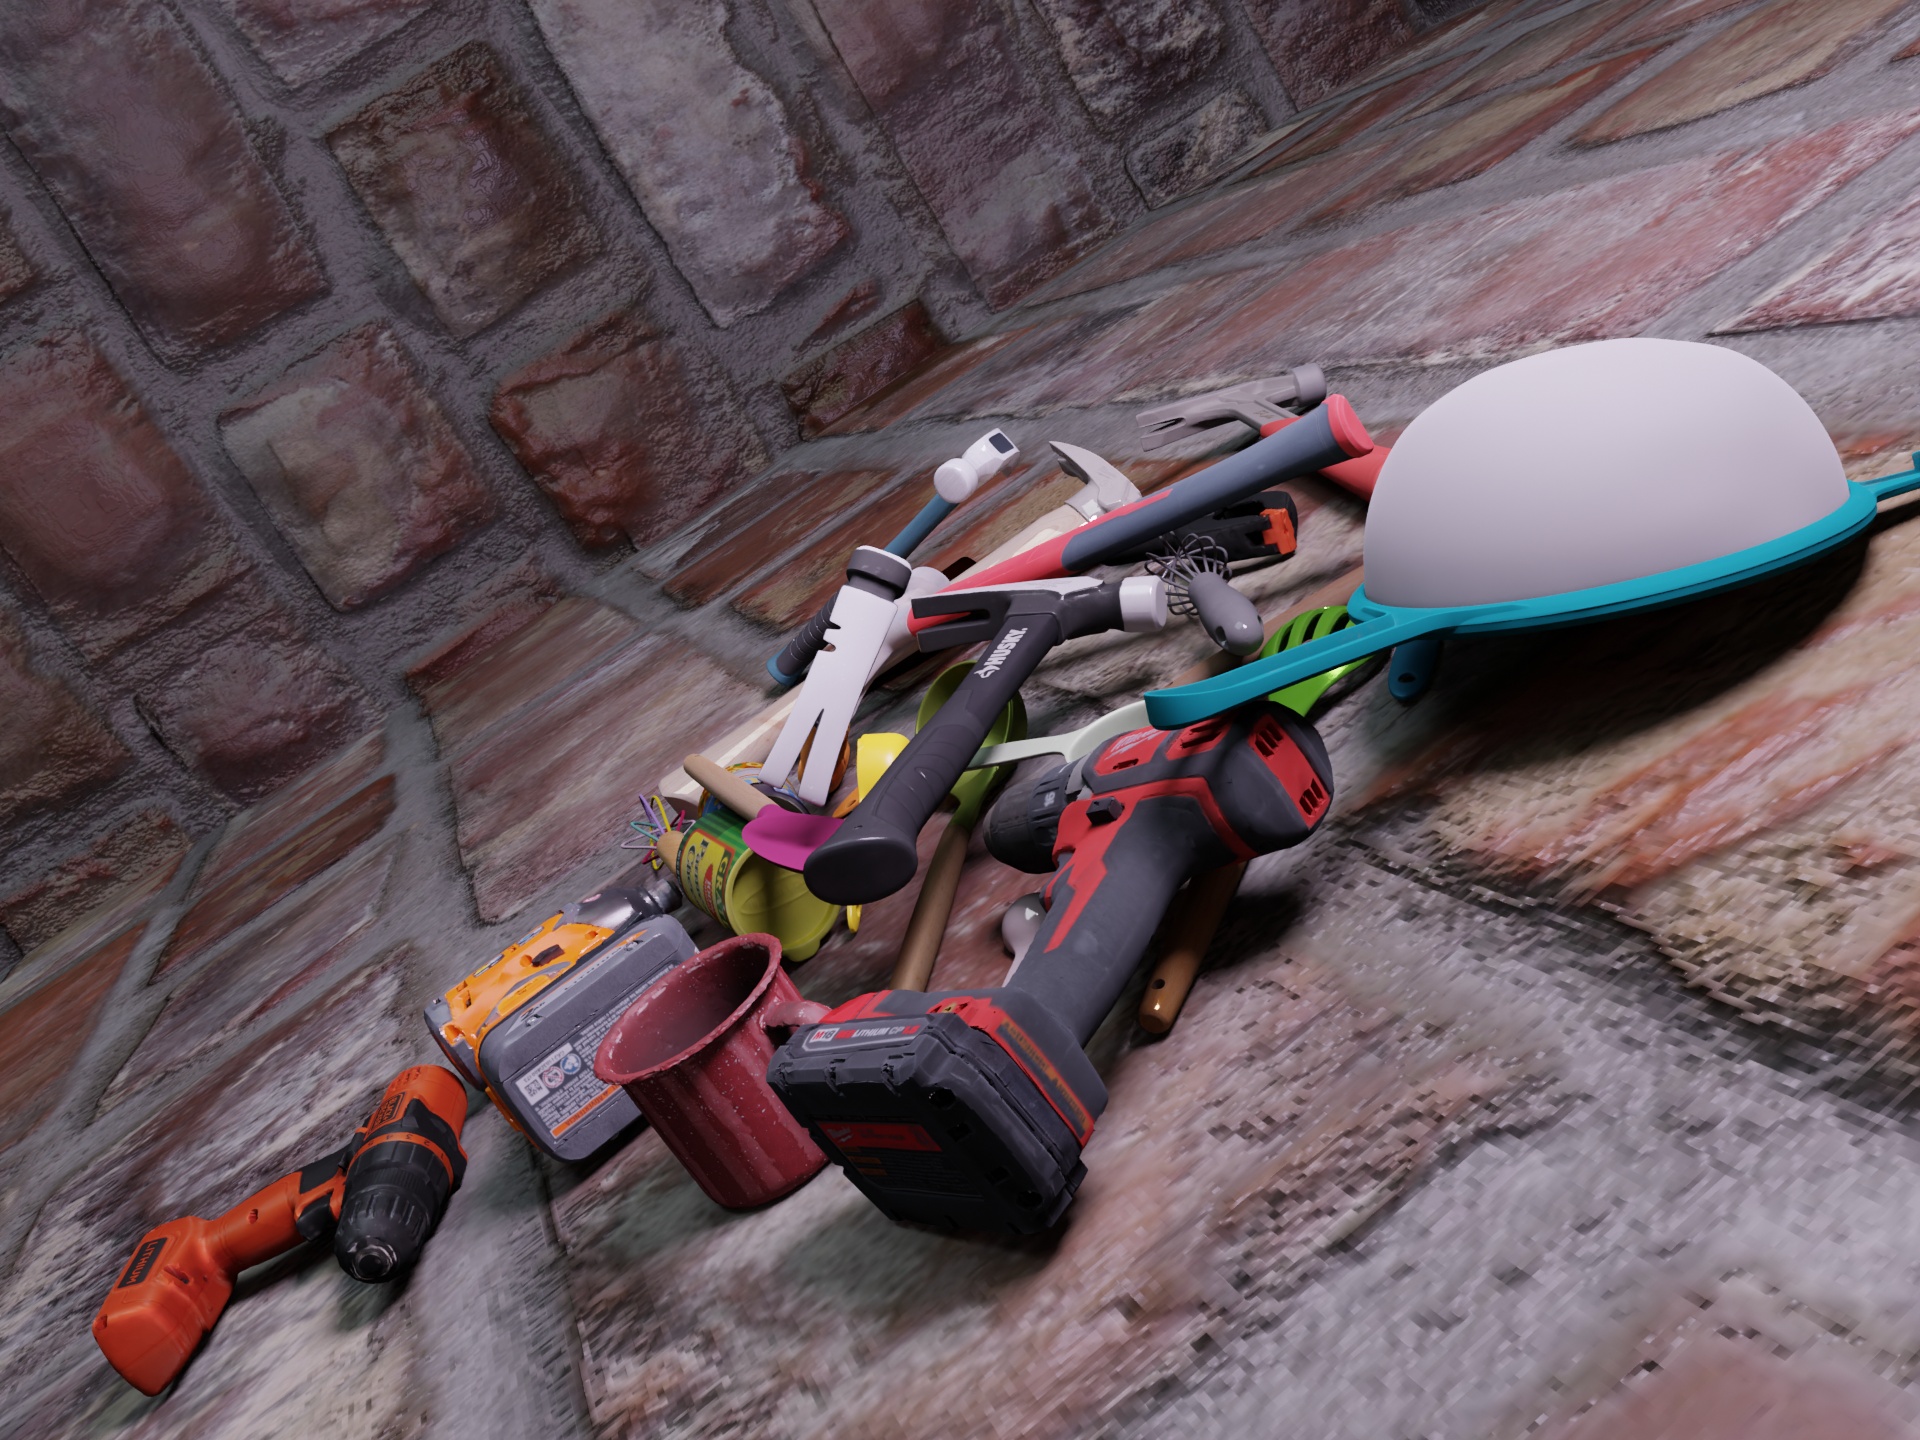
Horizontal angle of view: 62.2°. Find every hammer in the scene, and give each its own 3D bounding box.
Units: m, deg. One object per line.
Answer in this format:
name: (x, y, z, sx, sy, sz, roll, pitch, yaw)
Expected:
hammer: (-0.077, 0.008, 0.915, 0.337, 0.034, 0.127, 121, 171, -77)
hammer: (0.229, -0.192, 1.097, 0.149, 0.036, 0.359, -17, 20, 0)
hammer: (-0.048, -0.064, 1.178, 0.410, 0.038, 0.146, -35, 40, -4)
hammer: (-0.064, -0.123, 1.280, 0.331, 0.033, 0.128, -41, 3, 41)
hammer: (-0.001, -0.003, 0.803, 0.146, 0.035, 0.335, -2, 24, 21)
hammer: (0.072, -0.099, 0.970, 0.386, 0.038, 0.143, -20, 24, 42)

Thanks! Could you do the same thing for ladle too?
ladle: (-0.016, 0.067, 0.822, 0.078, 0.062, 0.320, -42, 14, 28)

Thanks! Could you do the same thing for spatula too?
spatula: (0.241, -0.087, 0.859, 0.316, 0.018, 0.060, -30, 10, 3)

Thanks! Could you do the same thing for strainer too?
strainer: (0.206, -0.089, 0.645, 0.340, 0.095, 0.211, -20, 12, -25)

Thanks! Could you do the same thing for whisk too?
whisk: (-0.190, 0.085, 1.047, 0.047, 0.051, 0.245, -63, 15, -5)
whisk: (0.140, -0.070, 0.906, 0.055, 0.055, 0.239, -30, 14, 7)

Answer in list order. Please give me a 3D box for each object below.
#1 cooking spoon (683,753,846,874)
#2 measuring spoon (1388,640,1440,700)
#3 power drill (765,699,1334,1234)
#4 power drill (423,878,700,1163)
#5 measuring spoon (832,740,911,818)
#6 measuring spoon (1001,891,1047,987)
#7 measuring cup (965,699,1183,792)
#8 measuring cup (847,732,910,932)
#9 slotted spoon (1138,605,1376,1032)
cooking spoon: (-0.109, 0.048, 0.854, 0.068, 0.017, 0.319, -1, 8, -22)
measuring spoon: (0.224, -0.052, 0.776, 0.042, 0.021, 0.129, -2, 33, 26)
power drill: (0.028, 0.085, 0.630, 0.227, 0.080, 0.188, -47, 17, -33)
power drill: (-0.201, 0.149, 0.876, 0.164, 0.084, 0.226, -37, 15, -21)
measuring spoon: (-0.038, 0.028, 1.039, 0.117, 0.011, 0.021, -42, 20, -18)
measuring spoon: (0.022, 0.112, 0.696, 0.034, 0.018, 0.124, -23, 20, 25)
measuring cup: (0.056, 0.027, 0.800, 0.167, 0.038, 0.083, -9, 25, 36)
measuring cup: (-0.044, 0.064, 0.903, 0.029, 0.062, 0.157, -7, 35, 8)
slotted spoon: (0.136, 0.027, 0.719, 0.070, 0.031, 0.314, -8, 30, 33)
